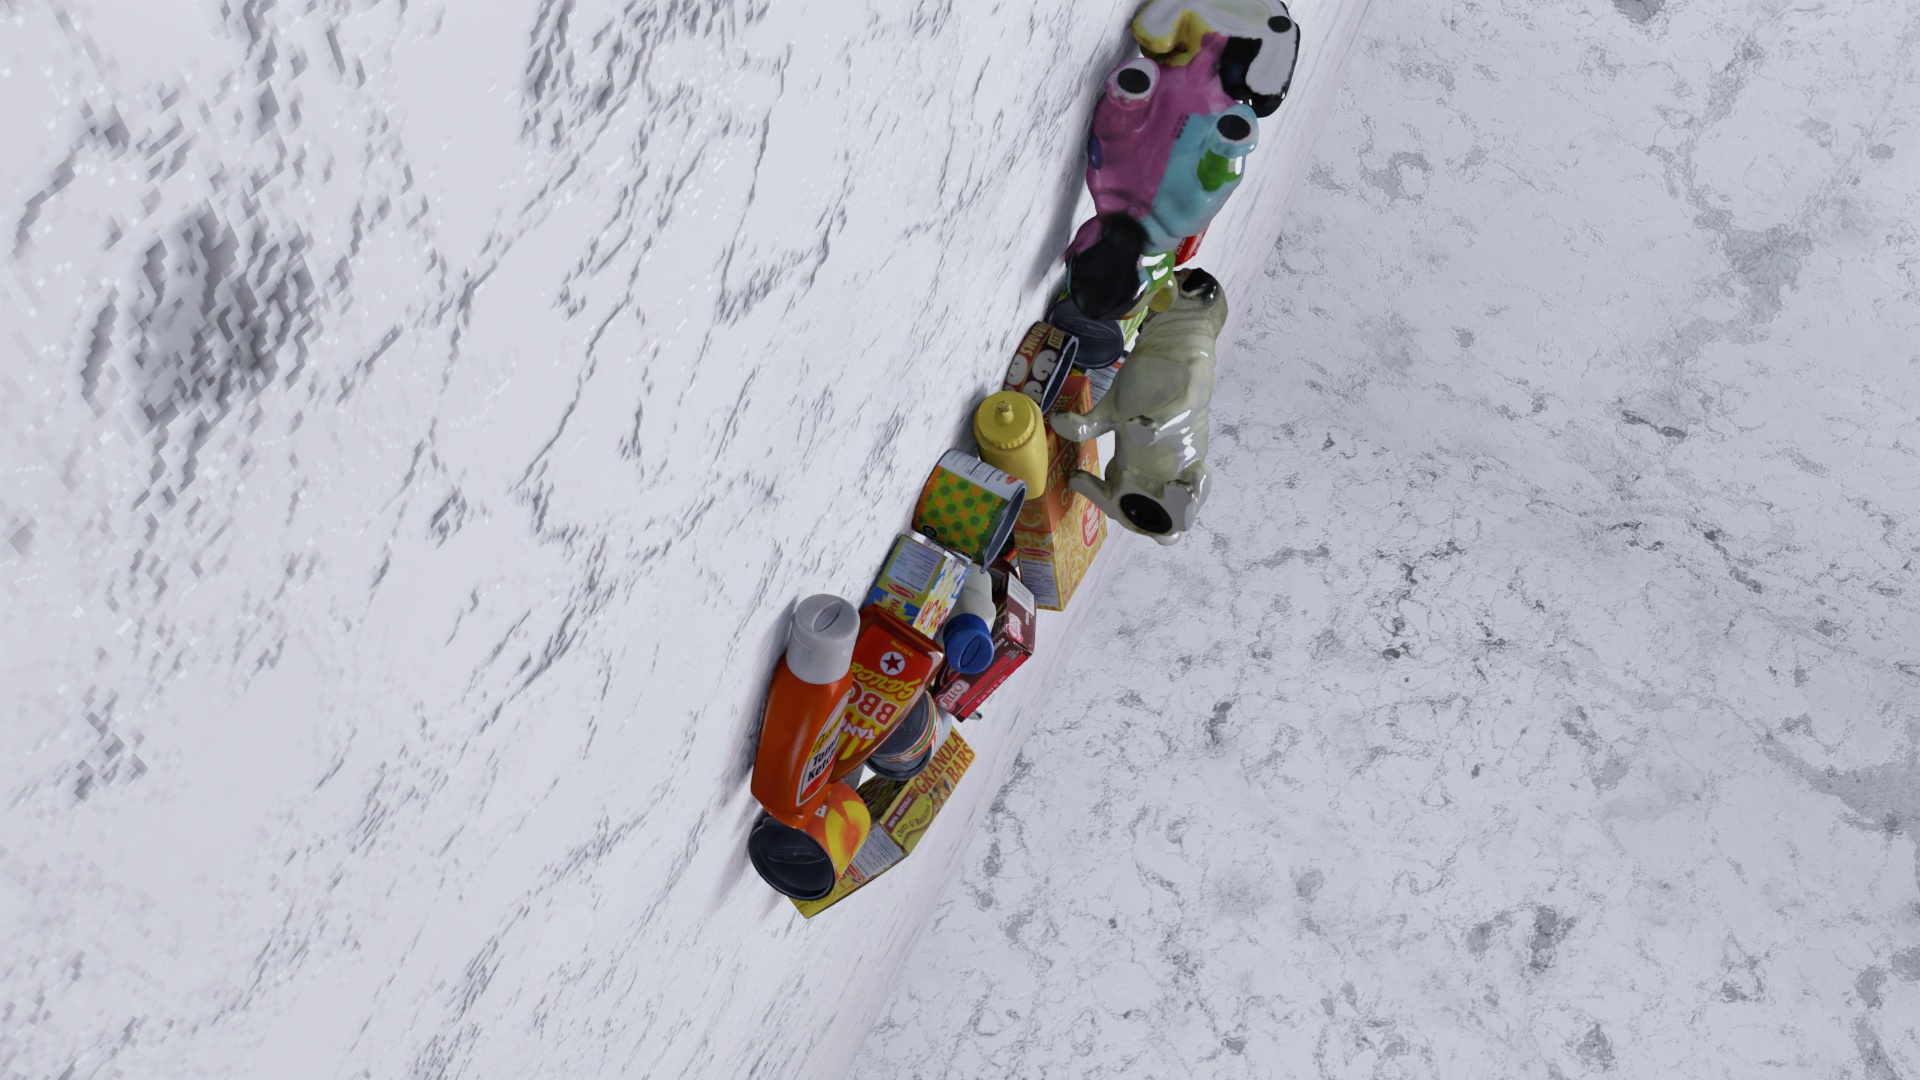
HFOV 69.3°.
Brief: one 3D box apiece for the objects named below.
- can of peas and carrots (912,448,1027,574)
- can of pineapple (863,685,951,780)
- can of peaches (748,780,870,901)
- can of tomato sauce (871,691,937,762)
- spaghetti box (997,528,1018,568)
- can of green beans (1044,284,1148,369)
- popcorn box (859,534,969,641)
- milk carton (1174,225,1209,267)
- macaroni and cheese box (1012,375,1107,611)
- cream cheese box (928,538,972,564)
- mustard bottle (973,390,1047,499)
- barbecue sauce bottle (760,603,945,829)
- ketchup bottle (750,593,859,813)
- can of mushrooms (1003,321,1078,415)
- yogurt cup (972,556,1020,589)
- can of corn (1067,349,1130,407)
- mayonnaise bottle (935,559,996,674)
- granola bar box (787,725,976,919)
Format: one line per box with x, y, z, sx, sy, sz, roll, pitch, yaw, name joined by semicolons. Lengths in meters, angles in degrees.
0.006;-0.021;0.970;0.071;0.059;0.070;-60;170;-18;can of peas and carrots
-0.048;0.153;1.128;0.070;0.071;0.058;-67;170;20;can of pineapple
-0.103;0.201;0.953;0.058;0.071;0.071;-50;163;-54;can of peaches
-0.053;0.133;1.035;0.071;0.071;0.083;-62;171;-9;can of tomato sauce
0.058;-0.005;1.382;0.050;0.029;0.251;-68;170;23;spaghetti box
0.107;-0.176;1.079;0.058;0.071;0.071;-57;168;-39;can of green beans
-0.035;0.046;0.990;0.085;0.038;0.126;-62;170;-2;popcorn box
0.176;-0.291;1.129;0.189;0.073;0.072;-67;170;22;milk carton
0.083;-0.042;1.200;0.124;0.040;0.165;-54;142;-48;macaroni and cheese box
0.004;-0.014;1.082;0.053;0.024;0.103;-64;170;-2;cream cheese box
0.036;-0.075;1.001;0.160;0.049;0.065;64;25;-74;mustard bottle
-0.075;0.117;0.902;0.148;0.065;0.044;-55;-167;2;barbecue sauce bottle
-0.089;0.093;0.810;0.065;0.043;0.148;-53;165;-46;ketchup bottle
0.062;-0.132;1.054;0.071;0.033;0.070;-60;170;-18;can of mushrooms
0.023;0.047;1.231;0.054;0.072;0.072;-61;174;-69;yogurt cup
0.133;-0.151;1.290;0.058;0.071;0.071;-66;170;16;can of corn
0.002;0.063;1.094;0.064;0.041;0.148;-60;-169;12;mayonnaise bottle
-0.065;0.233;1.163;0.124;0.039;0.166;-37;-176;28;granola bar box
